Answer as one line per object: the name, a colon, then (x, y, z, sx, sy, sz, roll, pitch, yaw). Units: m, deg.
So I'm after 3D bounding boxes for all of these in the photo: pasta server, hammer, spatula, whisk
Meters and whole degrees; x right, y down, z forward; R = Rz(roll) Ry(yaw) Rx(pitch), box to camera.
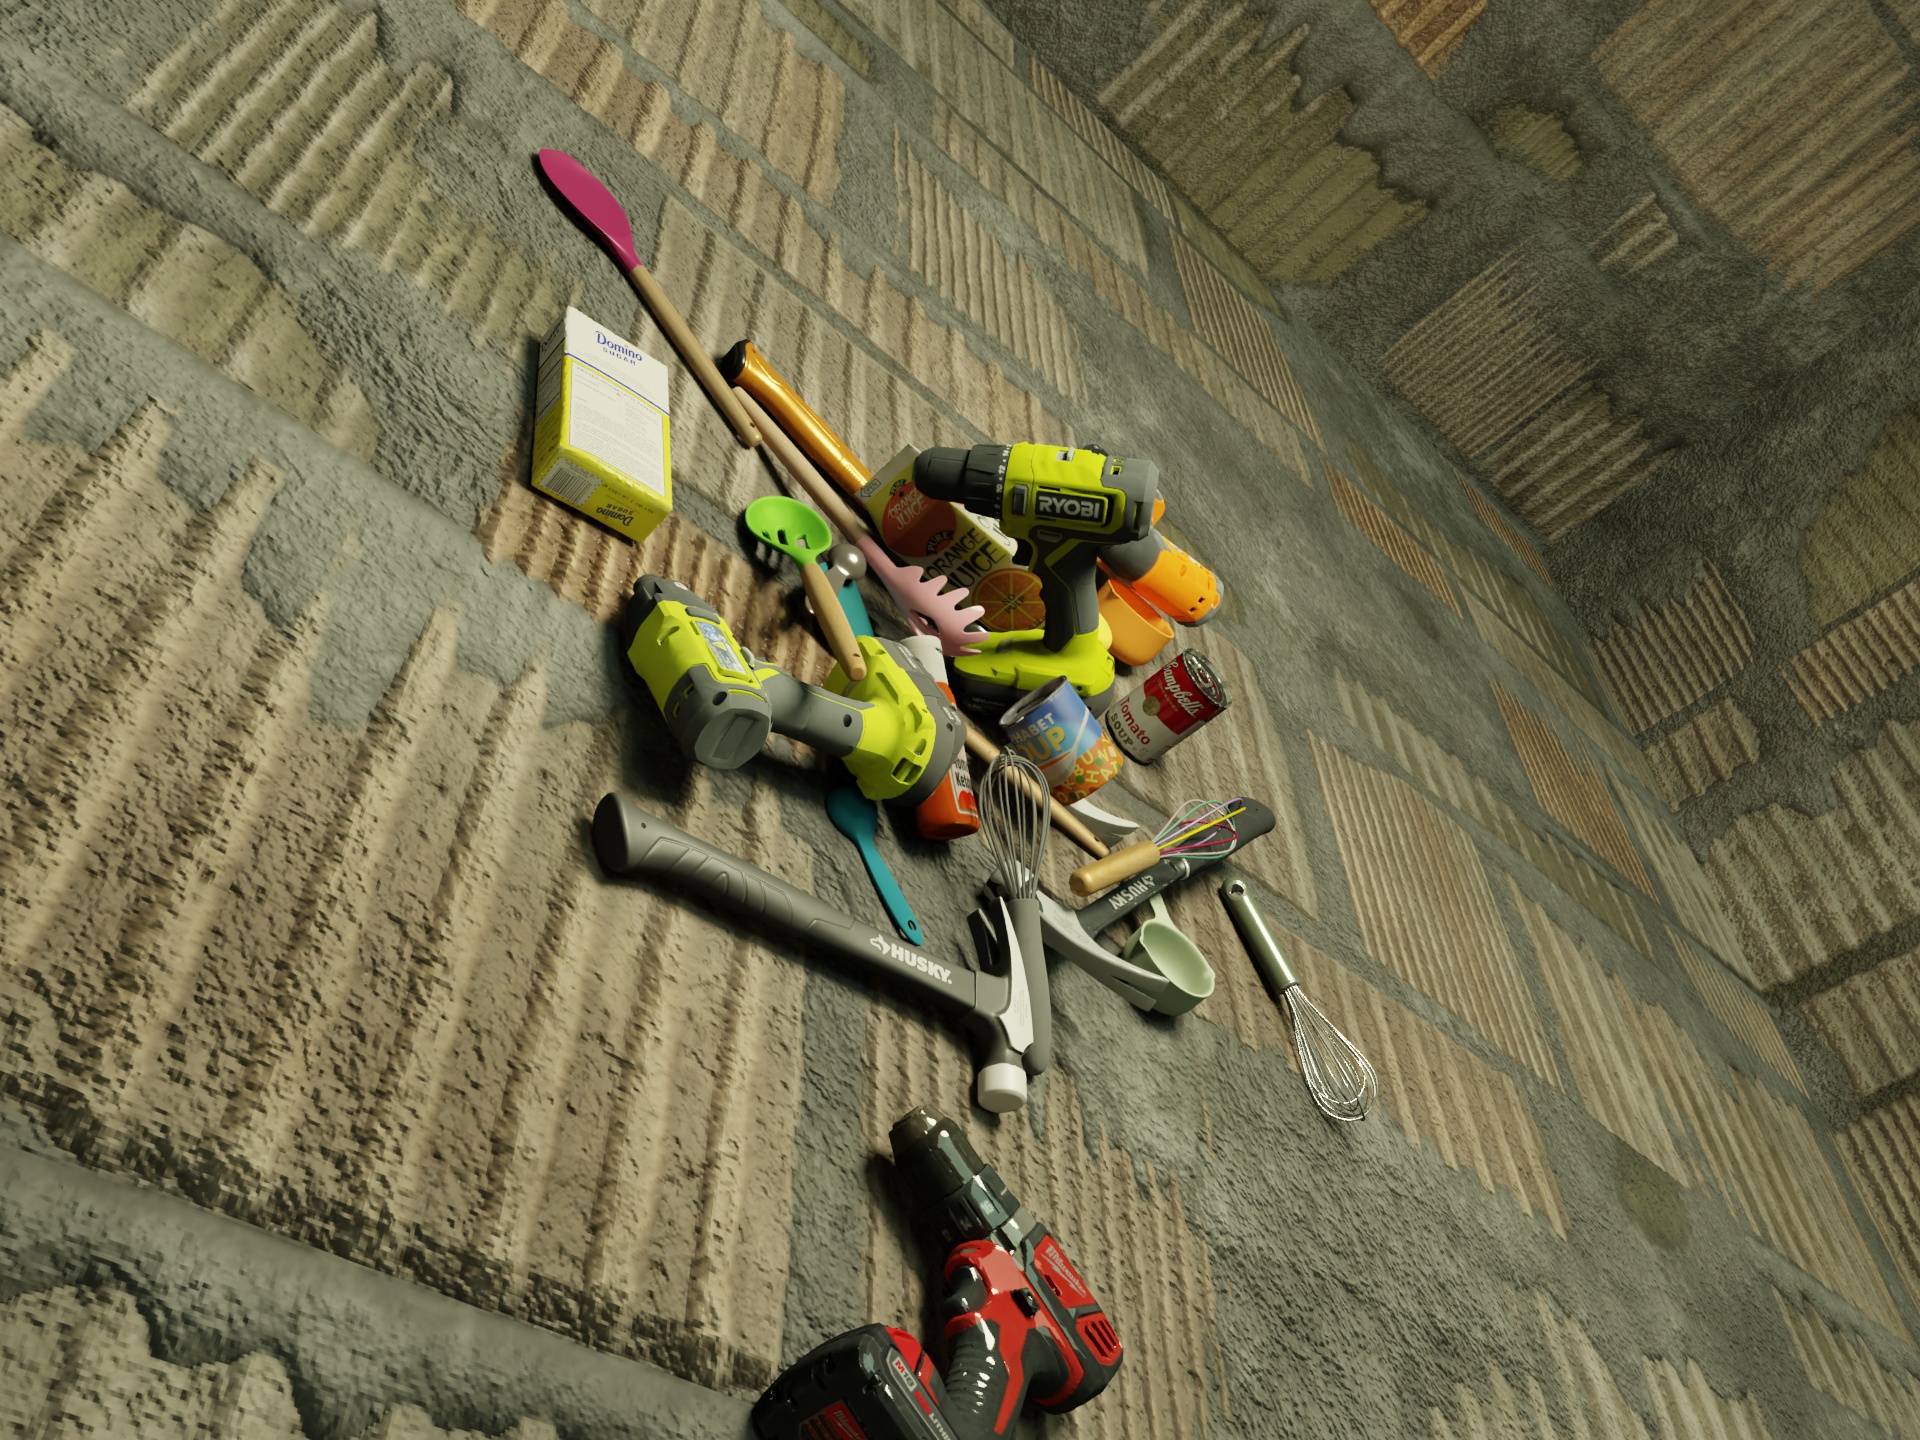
pasta server: (-0.090, -0.167, 1.303, 0.040, 0.060, 0.316, -26, 66, -35)
hammer: (-0.084, 0.126, 1.003, 0.334, 0.035, 0.146, 31, 41, -30)
hammer: (0.177, 0.126, 1.317, 0.149, 0.036, 0.409, 39, 27, 19)
spatula: (-0.002, -0.004, 1.240, 0.317, 0.044, 0.082, 41, 24, 4)
hammer: (0.098, -0.045, 1.471, 0.144, 0.035, 0.406, 37, 31, -23)
whisk: (0.043, 0.132, 1.133, 0.055, 0.055, 0.239, 18, 60, -45)
whisk: (0.296, 0.245, 1.417, 0.059, 0.058, 0.247, 71, -7, -62)
hammer: (-0.080, -0.205, 1.404, 0.336, 0.034, 0.127, 46, 30, -10)
whisk: (0.158, 0.103, 1.264, 0.245, 0.047, 0.051, -15, 108, -51)

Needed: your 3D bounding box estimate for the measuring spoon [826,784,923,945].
measuring spoon: (-0.052, 0.096, 1.102, 0.042, 0.021, 0.129, 0, 55, -55)

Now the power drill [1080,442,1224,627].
power drill: (0.172, -0.202, 1.665, 0.164, 0.084, 0.227, 31, 20, -33)

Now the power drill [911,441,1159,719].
power drill: (0.052, -0.116, 1.288, 0.190, 0.228, 0.080, 9, 33, 7)

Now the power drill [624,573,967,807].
power drill: (-0.117, -0.024, 1.082, 0.223, 0.080, 0.171, 17, 27, -42)

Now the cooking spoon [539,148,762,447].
cooking spoon: (-0.260, -0.359, 1.340, 0.319, 0.017, 0.069, 55, 30, 8)

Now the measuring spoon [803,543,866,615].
measuring spoon: (-0.095, -0.109, 1.219, 0.034, 0.018, 0.124, 40, 27, -8)

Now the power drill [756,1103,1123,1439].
power drill: (-0.012, 0.320, 0.849, 0.188, 0.080, 0.226, 55, 26, 7)

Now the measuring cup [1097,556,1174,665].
measuring cup: (0.146, -0.121, 1.623, 0.095, 0.052, 0.174, 23, 23, -45)

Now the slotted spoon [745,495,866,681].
slotted spoon: (-0.106, -0.098, 1.148, 0.070, 0.031, 0.314, 8, 23, -20)

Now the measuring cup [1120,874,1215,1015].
measuring cup: (0.154, 0.173, 1.303, 0.083, 0.038, 0.168, 27, 27, -29)

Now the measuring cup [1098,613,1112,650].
measuring cup: (0.101, -0.125, 1.498, 0.062, 0.029, 0.157, 16, 45, -46)
